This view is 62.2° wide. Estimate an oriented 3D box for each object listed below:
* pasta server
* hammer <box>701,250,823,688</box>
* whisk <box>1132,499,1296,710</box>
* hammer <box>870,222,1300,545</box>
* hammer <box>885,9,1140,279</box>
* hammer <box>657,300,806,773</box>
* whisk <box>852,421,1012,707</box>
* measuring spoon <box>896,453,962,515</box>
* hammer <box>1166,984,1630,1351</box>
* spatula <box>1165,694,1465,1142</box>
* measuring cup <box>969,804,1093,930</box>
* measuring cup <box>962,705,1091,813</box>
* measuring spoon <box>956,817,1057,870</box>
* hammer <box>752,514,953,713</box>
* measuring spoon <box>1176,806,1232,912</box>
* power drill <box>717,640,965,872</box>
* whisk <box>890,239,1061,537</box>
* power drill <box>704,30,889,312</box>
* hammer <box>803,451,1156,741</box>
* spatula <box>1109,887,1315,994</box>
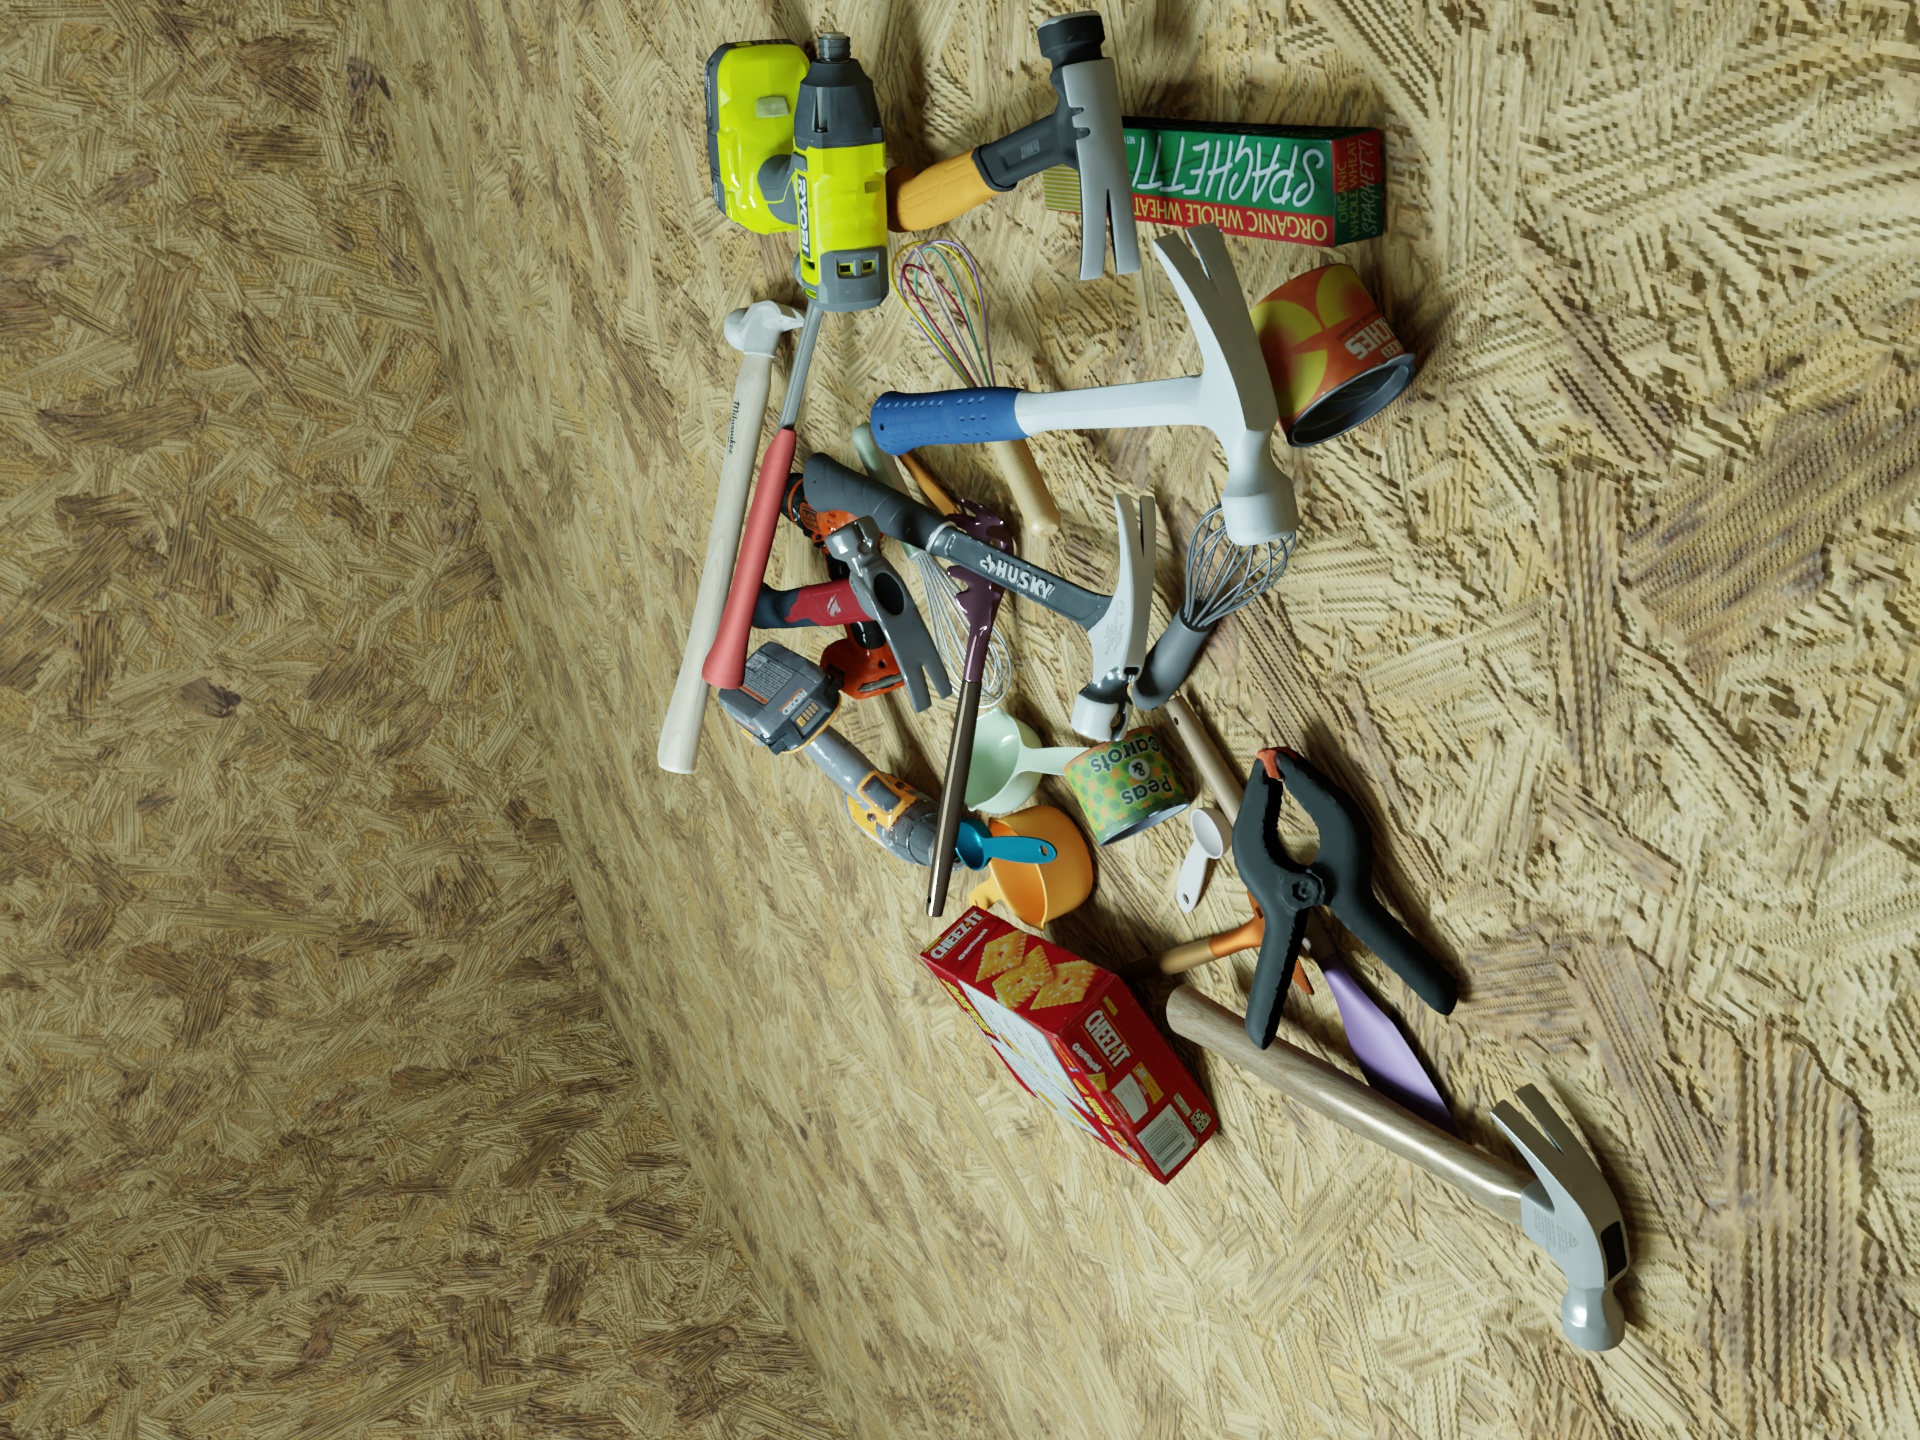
[{"bbox_3d":[-0.002,-0.004,1.171,0.060,0.040,0.316,26,111,51],"label":"pasta server"},{"bbox_3d":[-0.147,-0.185,1.257,0.149,0.036,0.359,-115,38,-60],"label":"hammer"},{"bbox_3d":[0.139,-0.063,0.928,0.055,0.055,0.238,61,160,18],"label":"whisk"},{"bbox_3d":[0.042,-0.178,0.887,0.406,0.035,0.144,17,125,63],"label":"hammer"},{"bbox_3d":[0.014,-0.316,0.943,0.337,0.034,0.127,-152,49,-68],"label":"hammer"},{"bbox_3d":[-0.201,-0.154,1.369,0.146,0.038,0.410,22,101,62],"label":"hammer"},{"bbox_3d":[-0.025,-0.122,1.225,0.059,0.057,0.246,-31,80,31],"label":"whisk"},{"bbox_3d":[-0.025,-0.187,1.225,0.117,0.011,0.021,51,159,29],"label":"measuring spoon"},{"bbox_3d":[0.236,0.226,0.926,0.331,0.031,0.130,23,131,53],"label":"hammer"},{"bbox_3d":[0.206,0.121,0.958,0.316,0.018,0.059,61,155,16],"label":"spatula"},{"bbox_3d":[0.051,0.121,1.256,0.095,0.052,0.173,65,158,10],"label":"measuring cup"},{"bbox_3d":[0.061,0.034,1.177,0.168,0.038,0.083,1,71,46],"label":"measuring cup"},{"bbox_3d":[0.038,0.091,1.181,0.129,0.021,0.042,-2,108,56],"label":"measuring spoon"},{"bbox_3d":[-0.109,-0.080,1.293,0.143,0.038,0.386,64,163,-11],"label":"hammer"},{"bbox_3d":[0.160,0.093,1.047,0.034,0.018,0.124,57,161,27],"label":"measuring spoon"},{"bbox_3d":[-0.091,0.043,1.379,0.226,0.084,0.185,48,170,-28],"label":"power drill"},{"bbox_3d":[0.009,-0.219,1.029,0.051,0.047,0.245,-46,56,43],"label":"whisk"},{"bbox_3d":[-0.111,-0.399,1.111,0.223,0.080,0.171,-130,33,-52],"label":"power drill"},{"bbox_3d":[-0.003,-0.127,1.106,0.409,0.036,0.149,33,117,49],"label":"hammer"},{"bbox_3d":[0.156,0.159,1.071,0.081,0.041,0.322,65,157,7],"label":"spatula"}]
